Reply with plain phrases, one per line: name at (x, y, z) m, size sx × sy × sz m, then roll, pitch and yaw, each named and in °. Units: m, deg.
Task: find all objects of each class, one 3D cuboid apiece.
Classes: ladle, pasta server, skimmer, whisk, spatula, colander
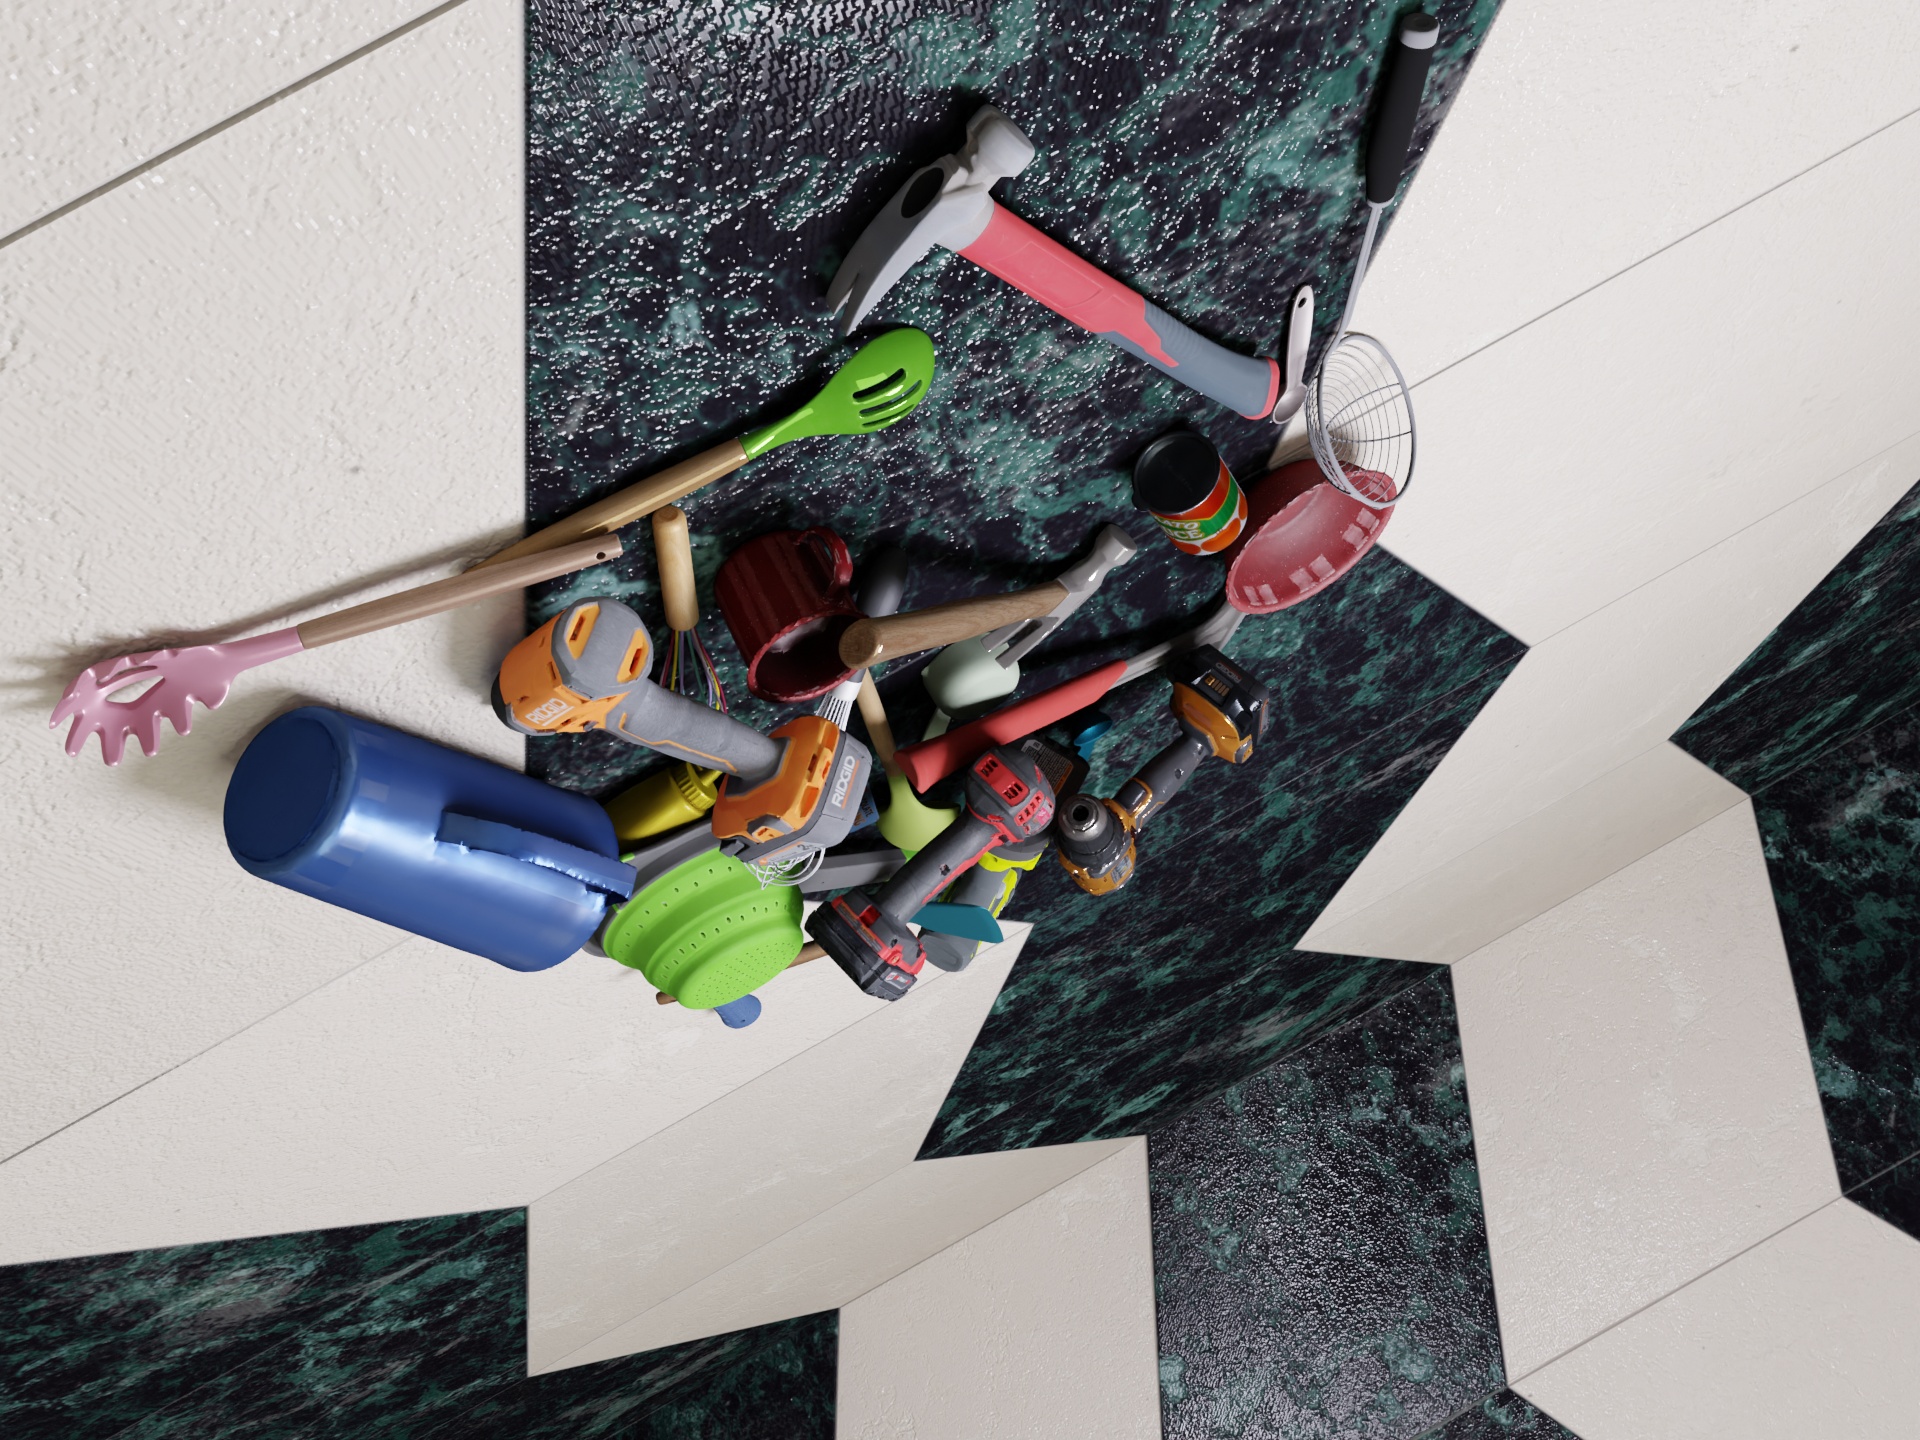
ladle at (-0.059, 0.016, 1.304) m, size 0.078 × 0.062 × 0.319 m, roll -3°, pitch 146°, yaw 10°
pasta server at (-0.344, -0.050, 0.897) m, size 0.316 × 0.040 × 0.060 m, roll -19°, pitch 136°, yaw -13°
skimmer at (0.296, -0.293, 1.064) m, size 0.127 × 0.090 × 0.363 m, roll -59°, pitch 163°, yaw -30°
whisk at (-0.096, 0.003, 1.156) m, size 0.070 × 0.070 × 0.284 m, roll 1°, pitch 119°, yaw -45°
spatula at (-0.122, 0.212, 1.422) m, size 0.317 × 0.044 × 0.082 m, roll -18°, pitch 148°, yaw 4°
colander at (-0.142, 0.163, 1.329) m, size 0.204 × 0.095 × 0.397 m, roll -46°, pitch 155°, yaw 28°
whisk at (-0.186, -0.051, 1.063) m, size 0.047 × 0.051 × 0.244 m, roll -15°, pitch 147°, yaw -14°

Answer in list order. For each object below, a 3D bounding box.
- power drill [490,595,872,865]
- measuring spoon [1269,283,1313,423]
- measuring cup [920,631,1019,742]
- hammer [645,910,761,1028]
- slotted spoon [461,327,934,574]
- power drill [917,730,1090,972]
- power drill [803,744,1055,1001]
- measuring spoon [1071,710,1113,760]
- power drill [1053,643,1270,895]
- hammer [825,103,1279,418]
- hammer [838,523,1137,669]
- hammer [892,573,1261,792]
power drill at (-0.190, 0.011, 1.027) m, size 0.226 × 0.084 × 0.164 m, roll 31°, pitch 150°, yaw -27°
measuring spoon at (0.237, -0.265, 1.142) m, size 0.034 × 0.018 × 0.124 m, roll -32°, pitch 147°, yaw -18°
measuring cup at (-0.002, -0.004, 1.316) m, size 0.083 × 0.038 × 0.167 m, roll -12°, pitch 145°, yaw -31°
hammer at (-0.256, 0.209, 1.436) m, size 0.144 × 0.035 × 0.405 m, roll -27°, pitch 153°, yaw -5°
slotted spoon at (-0.152, -0.149, 0.948) m, size 0.314 × 0.031 × 0.070 m, roll -26°, pitch 151°, yaw -4°
power drill at (0.039, 0.114, 1.474) m, size 0.171 × 0.080 × 0.223 m, roll -55°, pitch 172°, yaw -39°
power drill at (-0.012, 0.119, 1.274) m, size 0.219 × 0.079 × 0.143 m, roll -46°, pitch 162°, yaw -2°
measuring spoon at (0.112, 0.022, 1.502) m, size 0.042 × 0.021 × 0.128 m, roll -22°, pitch 161°, yaw -17°
power drill at (0.165, 0.043, 1.363) m, size 0.226 × 0.084 × 0.185 m, roll -48°, pitch 160°, yaw -6°
hammer at (0.085, -0.246, 0.999) m, size 0.143 × 0.038 × 0.386 m, roll -42°, pitch 150°, yaw 25°
hammer at (0.014, -0.073, 1.121) m, size 0.130 × 0.031 × 0.331 m, roll -46°, pitch 167°, yaw 28°
hammer at (0.098, -0.028, 1.319) m, size 0.359 × 0.037 × 0.149 m, roll -24°, pitch 154°, yaw -33°
